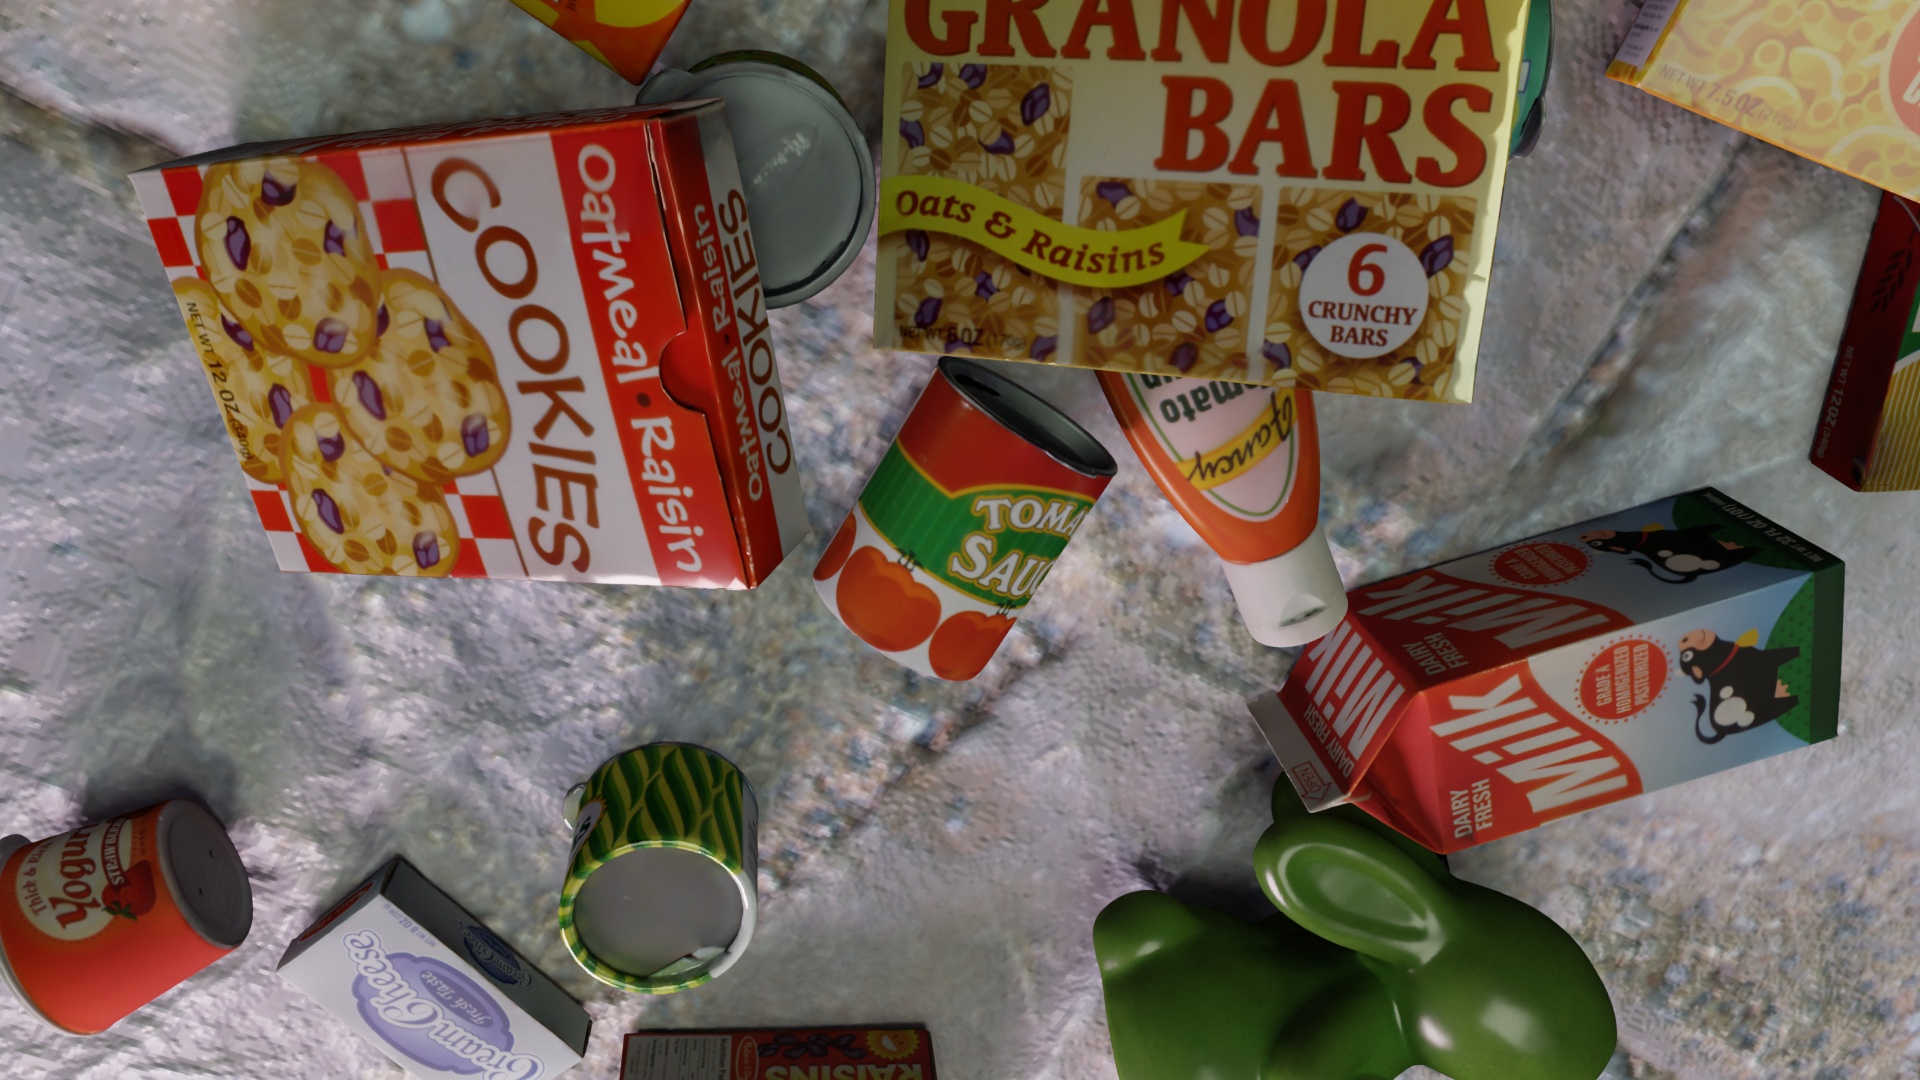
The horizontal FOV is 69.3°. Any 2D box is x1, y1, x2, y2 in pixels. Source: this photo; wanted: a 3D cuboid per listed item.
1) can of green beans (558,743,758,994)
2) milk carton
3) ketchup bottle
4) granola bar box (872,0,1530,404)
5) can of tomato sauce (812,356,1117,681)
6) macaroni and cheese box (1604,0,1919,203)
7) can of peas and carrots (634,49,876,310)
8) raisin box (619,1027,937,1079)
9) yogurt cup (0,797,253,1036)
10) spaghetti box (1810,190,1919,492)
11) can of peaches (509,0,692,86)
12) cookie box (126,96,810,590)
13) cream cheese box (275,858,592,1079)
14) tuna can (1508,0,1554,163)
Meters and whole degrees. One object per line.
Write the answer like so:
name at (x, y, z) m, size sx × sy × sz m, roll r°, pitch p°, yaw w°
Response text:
can of green beans at (-0.104, 0.114, 0.486) m, size 0.071 × 0.058 × 0.071 m, roll -3°, pitch 114°, yaw -7°
milk carton at (0.204, 0.050, 0.498) m, size 0.191 × 0.072 × 0.073 m, roll -16°, pitch 115°, yaw -2°
ketchup bottle at (0.090, -0.033, 0.461) m, size 0.065 × 0.044 × 0.148 m, roll -24°, pitch 115°, yaw 7°
granola bar box at (0.062, -0.108, 0.382) m, size 0.165 × 0.039 × 0.124 m, roll 7°, pitch 104°, yaw 16°
can of tomato sauce at (0.002, -0.006, 0.445) m, size 0.071 × 0.071 × 0.083 m, roll 27°, pitch 107°, yaw -18°
macaroni and cheese box at (0.291, -0.191, 0.403) m, size 0.124 × 0.040 × 0.165 m, roll 22°, pitch 115°, yaw -2°
can of peas and carrots at (-0.061, -0.107, 0.398) m, size 0.071 × 0.059 × 0.070 m, roll -3°, pitch 113°, yaw -7°
raisin box at (-0.074, 0.241, 0.556) m, size 0.123 × 0.040 × 0.085 m, roll 2°, pitch 112°, yaw -8°
yogurt cup at (-0.276, 0.122, 0.461) m, size 0.054 × 0.072 × 0.072 m, roll -25°, pitch 115°, yaw -6°
spaghetti box at (0.346, -0.137, 0.463) m, size 0.050 × 0.029 × 0.248 m, roll -2°, pitch 113°, yaw -7°
can of peaches at (-0.092, -0.162, 0.362) m, size 0.058 × 0.071 × 0.071 m, roll 32°, pitch 105°, yaw -21°
cookie box at (-0.133, -0.050, 0.382) m, size 0.167 × 0.040 × 0.122 m, roll 1°, pitch 116°, yaw 21°
cream cheese box at (-0.193, 0.169, 0.515) m, size 0.053 × 0.024 × 0.103 m, roll -36°, pitch 113°, yaw 9°
tuna can at (0.143, -0.139, 0.408) m, size 0.033 × 0.071 × 0.070 m, roll -1°, pitch 113°, yaw -7°
